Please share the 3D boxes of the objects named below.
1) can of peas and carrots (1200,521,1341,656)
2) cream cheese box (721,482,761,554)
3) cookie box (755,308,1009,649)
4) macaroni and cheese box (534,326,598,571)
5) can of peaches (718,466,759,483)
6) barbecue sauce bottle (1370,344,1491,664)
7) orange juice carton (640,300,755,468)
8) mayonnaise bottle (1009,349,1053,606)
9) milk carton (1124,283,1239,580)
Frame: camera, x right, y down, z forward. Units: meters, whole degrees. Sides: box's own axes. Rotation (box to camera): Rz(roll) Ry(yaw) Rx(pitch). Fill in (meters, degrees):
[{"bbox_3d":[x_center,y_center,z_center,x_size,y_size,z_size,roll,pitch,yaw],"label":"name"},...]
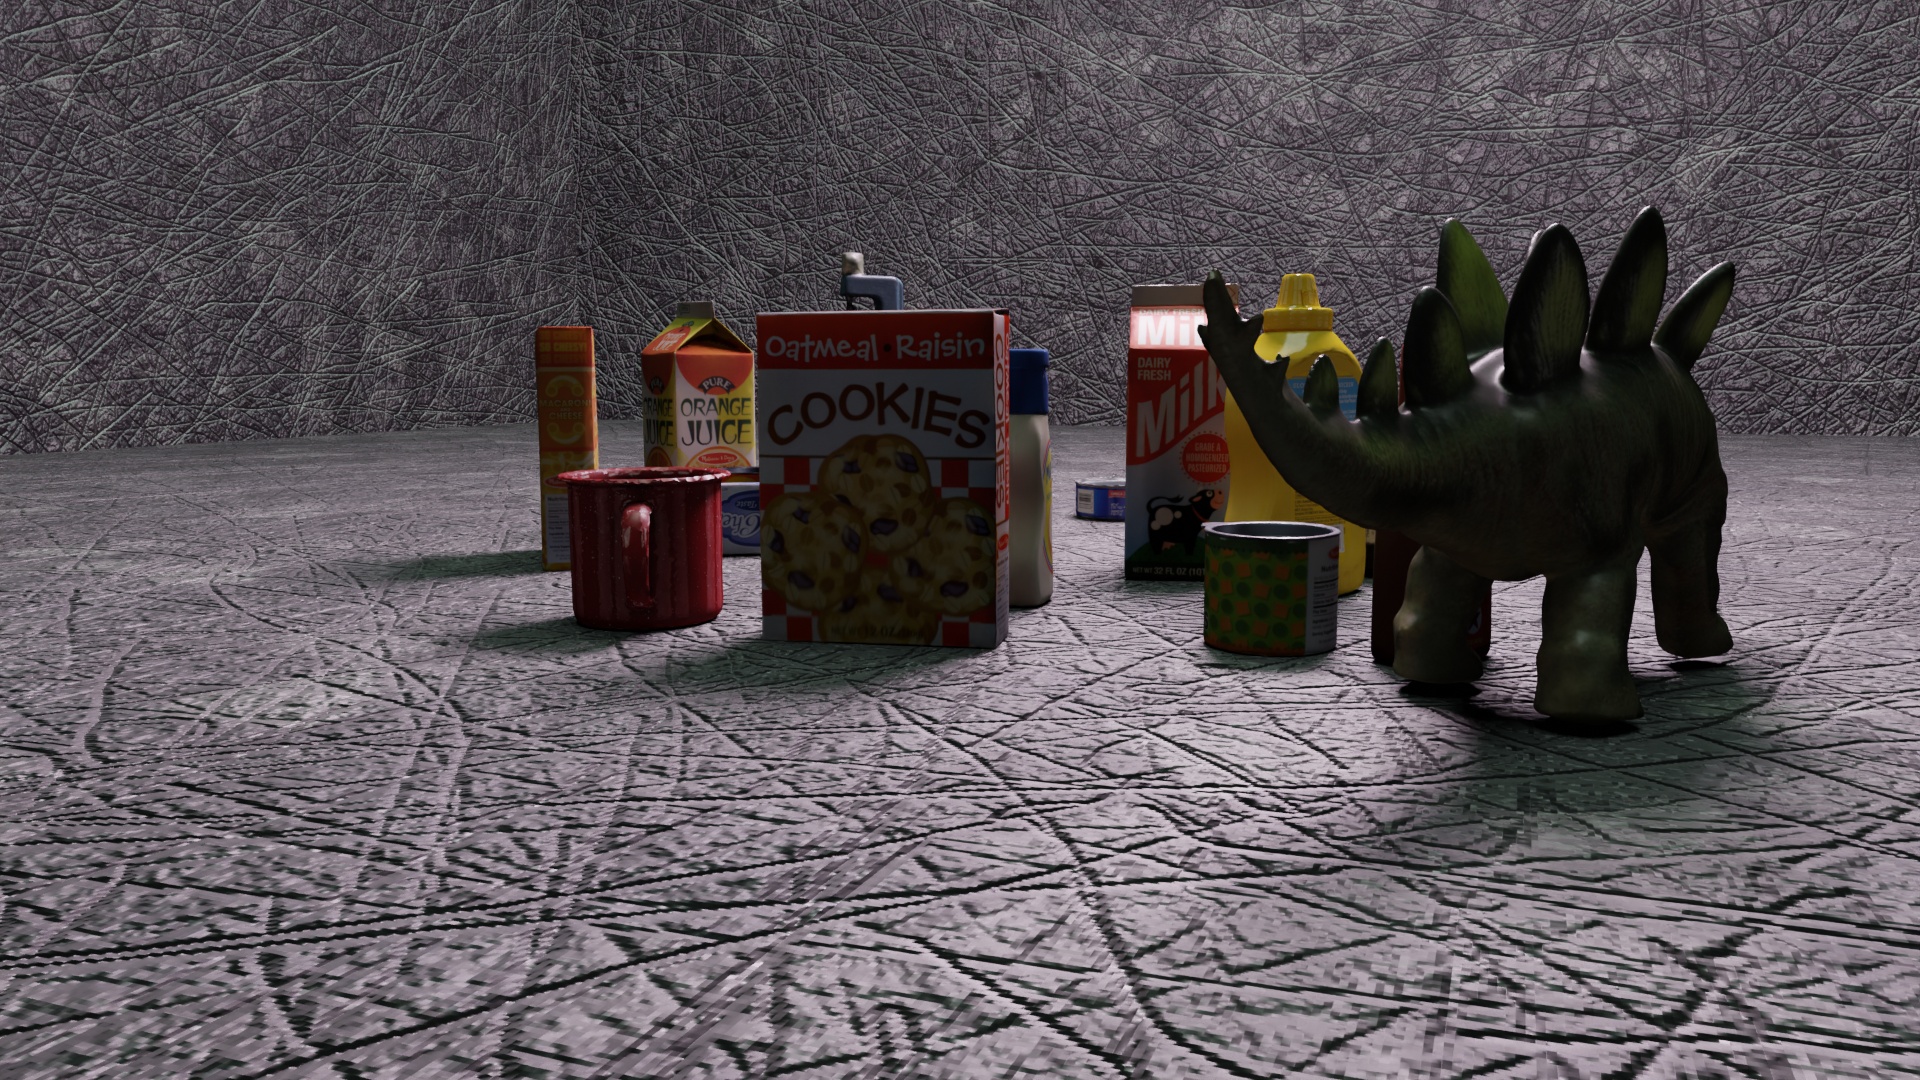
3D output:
[{"bbox_3d":[0.152,0.022,0.691,0.071,0.058,0.071,0,7,0],"label":"can of peas and carrots"},{"bbox_3d":[-0.149,-0.016,1.027,0.104,0.053,0.024,-2,7,-14],"label":"cream cheese box"},{"bbox_3d":[-0.038,-0.033,0.703,0.123,0.167,0.040,1,7,12],"label":"cookie box"},{"bbox_3d":[-0.282,-0.069,0.999,0.040,0.166,0.124,-2,7,-14],"label":"macaroni and cheese box"},{"bbox_3d":[-0.163,-0.028,1.101,0.071,0.058,0.071,0,7,0],"label":"can of peaches"},{"bbox_3d":[0.222,-0.018,0.649,0.065,0.148,0.043,-5,8,-38],"label":"barbecue sauce bottle"},{"bbox_3d":[-0.219,-0.103,1.160,0.073,0.192,0.072,-5,8,-34],"label":"orange juice carton"},{"bbox_3d":[0.034,-0.038,0.816,0.041,0.148,0.065,1,7,7],"label":"mayonnaise bottle"},{"bbox_3d":[0.146,-0.072,0.915,0.072,0.190,0.073,1,7,8],"label":"milk carton"}]
